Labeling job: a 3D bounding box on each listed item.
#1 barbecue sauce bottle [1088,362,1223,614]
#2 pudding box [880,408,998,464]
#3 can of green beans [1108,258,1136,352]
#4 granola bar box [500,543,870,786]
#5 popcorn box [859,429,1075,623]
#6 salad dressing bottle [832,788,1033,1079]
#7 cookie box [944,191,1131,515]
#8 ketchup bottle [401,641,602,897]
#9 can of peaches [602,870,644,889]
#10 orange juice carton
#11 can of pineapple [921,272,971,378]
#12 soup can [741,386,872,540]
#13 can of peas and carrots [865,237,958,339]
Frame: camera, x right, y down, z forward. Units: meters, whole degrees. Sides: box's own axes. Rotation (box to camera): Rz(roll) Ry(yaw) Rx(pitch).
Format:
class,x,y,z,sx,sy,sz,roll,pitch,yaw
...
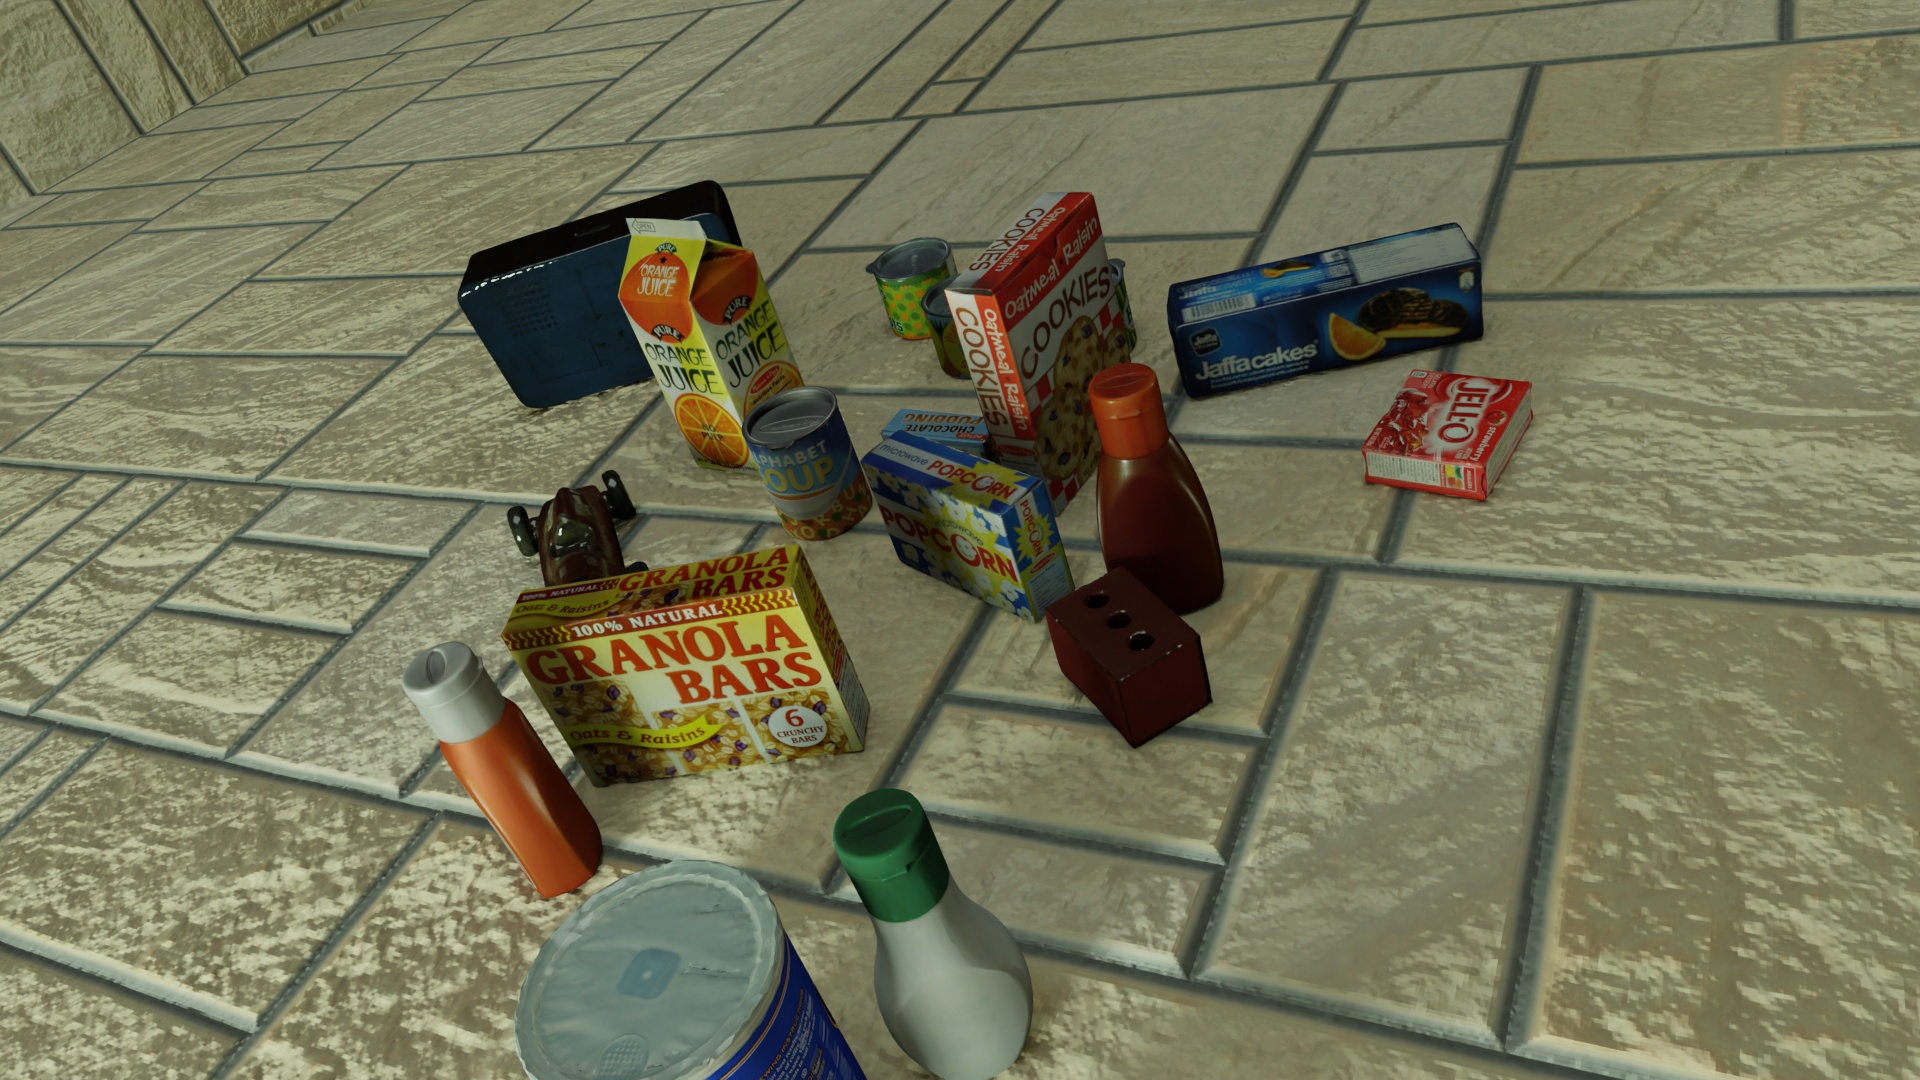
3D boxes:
class,x,y,z,sx,sy,sz,roll,pitch,yaw
barbecue sauce bottle,0.102,-0.026,0.759,0.065,0.147,0.044,-12,36,9
pudding box,-0.008,-0.059,0.934,0.084,0.049,0.030,8,43,31
can of green beans,0.093,-0.166,1.024,0.071,0.057,0.071,-12,36,9
granola bar box,-0.147,0.071,0.762,0.165,0.123,0.039,-10,37,12
popcorn box,0.003,-0.010,0.836,0.038,0.084,0.127,-40,41,-27
salad dressing bottle,-0.012,0.162,0.565,0.064,0.147,0.044,-21,36,-3
cookie box,0.059,-0.119,0.884,0.040,0.166,0.123,11,45,34
ketchup bottle,-0.236,0.117,0.720,0.043,0.148,0.065,-26,36,-9
can of peaches,-0.140,0.197,0.651,0.071,0.057,0.071,-12,36,9
orange juice carton,-0.178,-0.146,1.001,0.072,0.191,0.073,10,45,34
can of pineapple,0.009,-0.163,1.056,0.071,0.057,0.071,-12,36,9
soup can,-0.103,-0.050,0.934,0.071,0.083,0.072,-12,36,9
can of peas and carrots,-0.035,-0.204,1.127,0.071,0.058,0.071,-12,36,9
